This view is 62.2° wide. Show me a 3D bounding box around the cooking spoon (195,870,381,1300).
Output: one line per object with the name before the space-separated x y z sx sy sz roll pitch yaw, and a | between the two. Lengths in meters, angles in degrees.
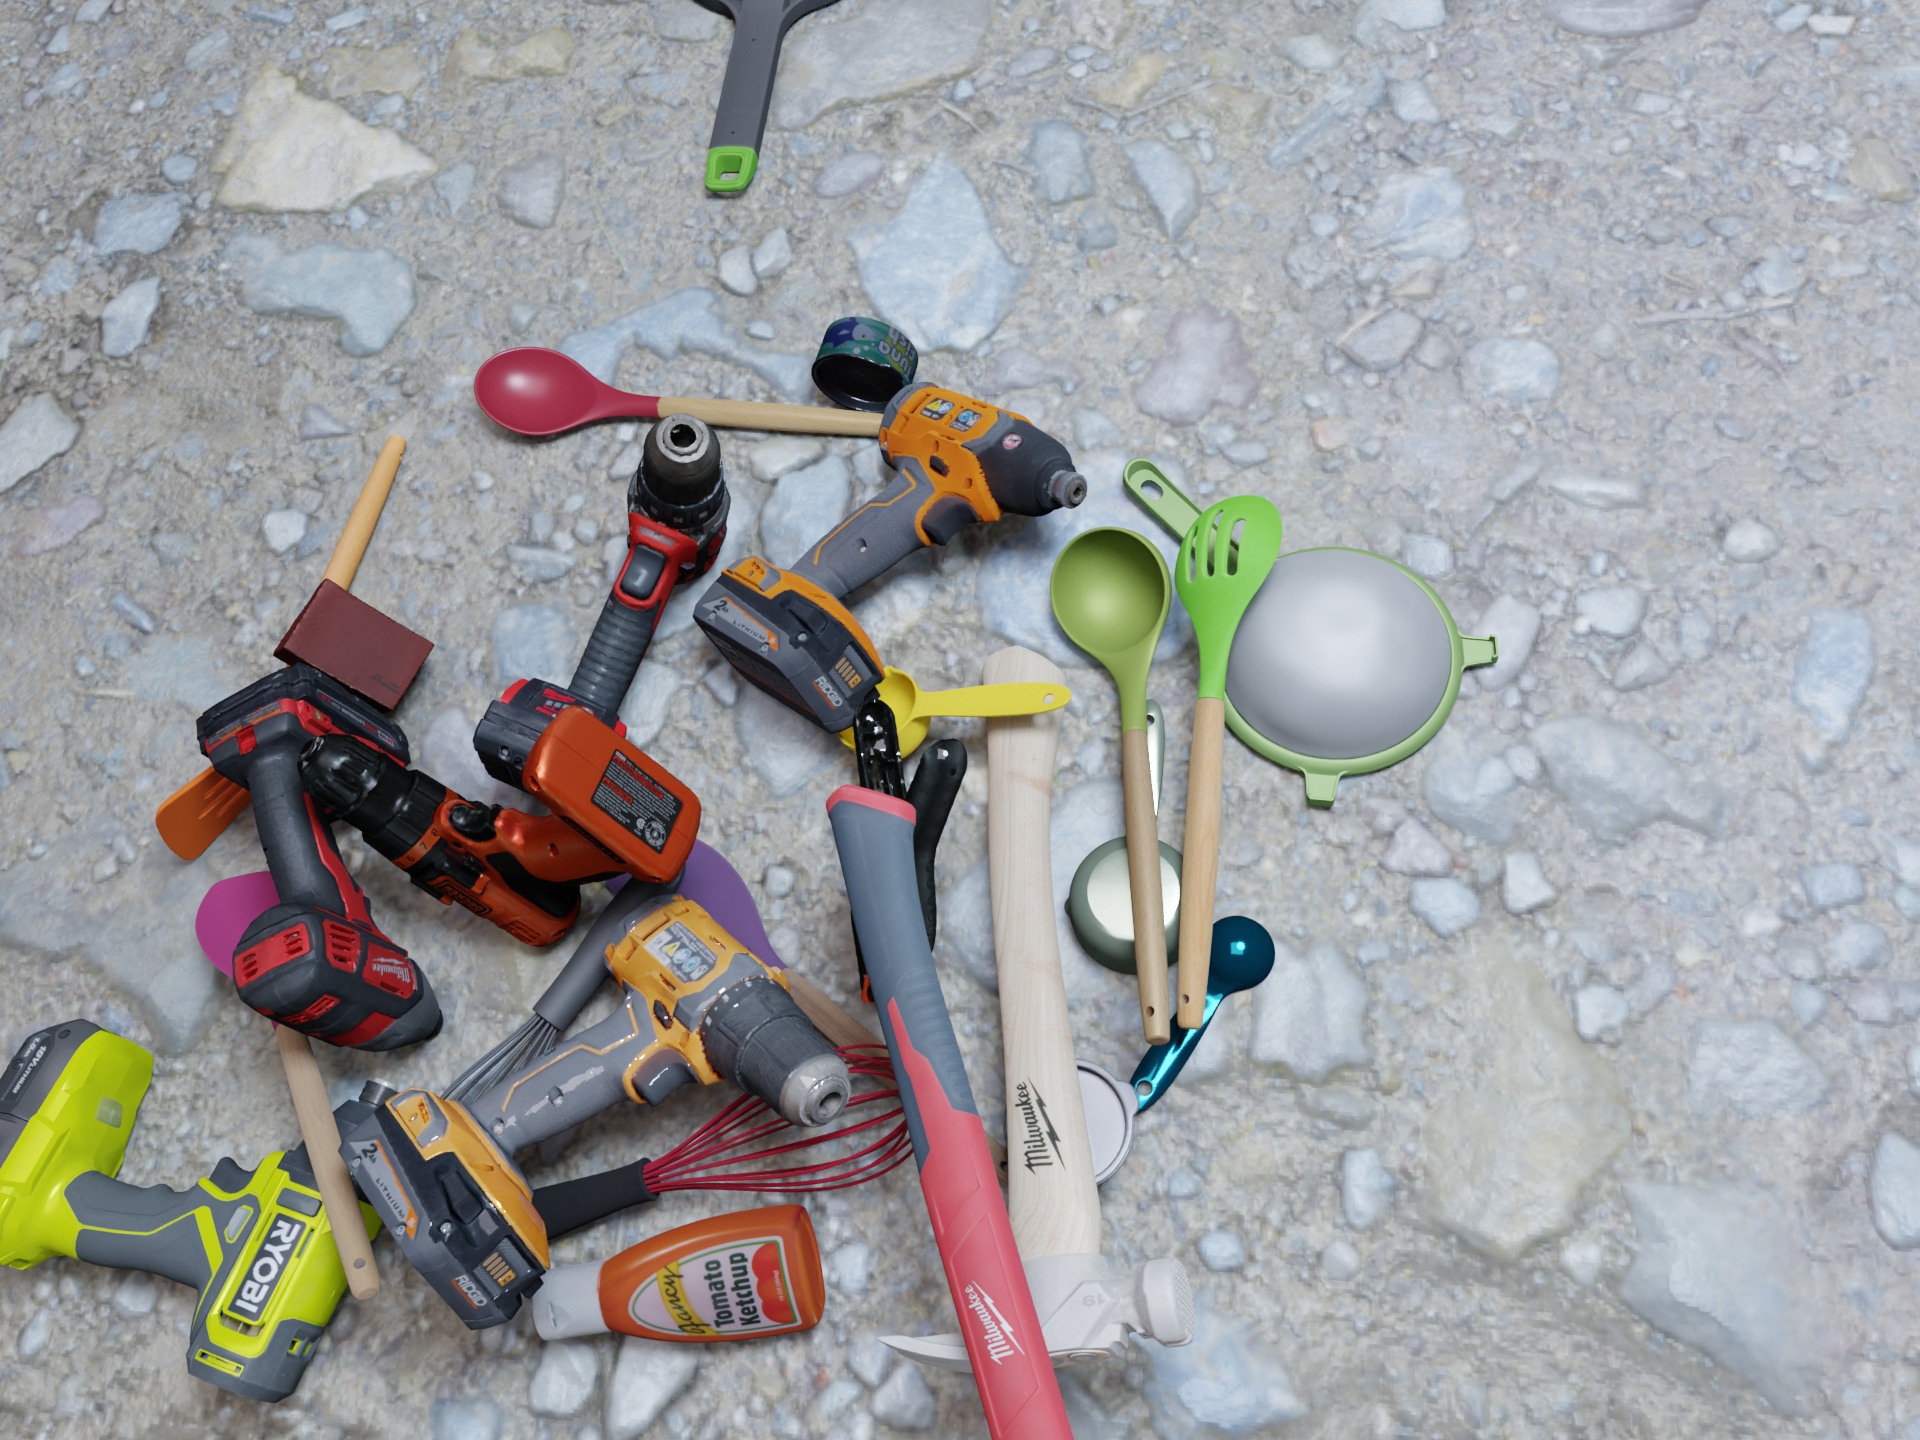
cooking spoon | -0.372 0.192 0.894 0.068 0.017 0.319 -12 42 -29

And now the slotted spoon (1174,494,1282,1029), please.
slotted spoon | 0.139 0.014 0.885 0.070 0.031 0.314 -8 67 41

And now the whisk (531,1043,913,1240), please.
whisk | -0.151 0.243 0.861 0.296 0.073 0.073 -20 65 9

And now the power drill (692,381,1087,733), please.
power drill | -0.036 -0.104 0.962 0.226 0.084 0.164 -48 44 -13

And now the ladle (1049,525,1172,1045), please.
ladle | 0.092 0.025 0.890 0.078 0.062 0.320 -24 49 30

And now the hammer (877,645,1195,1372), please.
hammer | 0.028 0.130 0.849 0.146 0.038 0.411 -14 51 15

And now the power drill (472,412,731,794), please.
power drill | -0.199 -0.065 0.939 0.080 0.188 0.227 24 74 -5

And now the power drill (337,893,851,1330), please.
power drill | -0.179 0.201 0.813 0.226 0.084 0.185 -38 41 -22

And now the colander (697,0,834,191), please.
colander | -0.154 -0.582 1.204 0.204 0.094 0.397 3 67 10

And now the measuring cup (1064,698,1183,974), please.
measuring cup | 0.103 0.060 0.911 0.083 0.038 0.168 3 69 10

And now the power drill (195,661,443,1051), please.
power drill | -0.365 0.088 0.927 0.078 0.143 0.220 -28 59 6

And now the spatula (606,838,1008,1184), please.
spatula | -0.083 0.161 0.909 0.316 0.018 0.060 36 81 22

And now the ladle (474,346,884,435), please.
ladle | -0.180 -0.213 1.085 0.315 0.031 0.069 7 70 10

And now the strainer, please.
strainer | 0.185 -0.084 0.945 0.151 0.069 0.256 -39 68 -9

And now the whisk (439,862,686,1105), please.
whisk | -0.232 0.172 0.910 0.055 0.055 0.239 30 74 20

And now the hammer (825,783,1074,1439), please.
hammer | -0.018 0.206 0.748 0.143 0.038 0.387 -25 60 12

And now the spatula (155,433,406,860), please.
spatula | -0.436 -0.060 1.048 0.041 0.081 0.323 14 63 -3

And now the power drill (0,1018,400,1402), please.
power drill | -0.435 0.259 0.894 0.223 0.080 0.171 16 65 12

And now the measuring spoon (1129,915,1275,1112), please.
measuring spoon | 0.129 0.160 0.873 0.042 0.021 0.128 32 74 20

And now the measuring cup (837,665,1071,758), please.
measuring cup | -0.001 -0.003 0.937 0.156 0.029 0.062 -4 56 29
